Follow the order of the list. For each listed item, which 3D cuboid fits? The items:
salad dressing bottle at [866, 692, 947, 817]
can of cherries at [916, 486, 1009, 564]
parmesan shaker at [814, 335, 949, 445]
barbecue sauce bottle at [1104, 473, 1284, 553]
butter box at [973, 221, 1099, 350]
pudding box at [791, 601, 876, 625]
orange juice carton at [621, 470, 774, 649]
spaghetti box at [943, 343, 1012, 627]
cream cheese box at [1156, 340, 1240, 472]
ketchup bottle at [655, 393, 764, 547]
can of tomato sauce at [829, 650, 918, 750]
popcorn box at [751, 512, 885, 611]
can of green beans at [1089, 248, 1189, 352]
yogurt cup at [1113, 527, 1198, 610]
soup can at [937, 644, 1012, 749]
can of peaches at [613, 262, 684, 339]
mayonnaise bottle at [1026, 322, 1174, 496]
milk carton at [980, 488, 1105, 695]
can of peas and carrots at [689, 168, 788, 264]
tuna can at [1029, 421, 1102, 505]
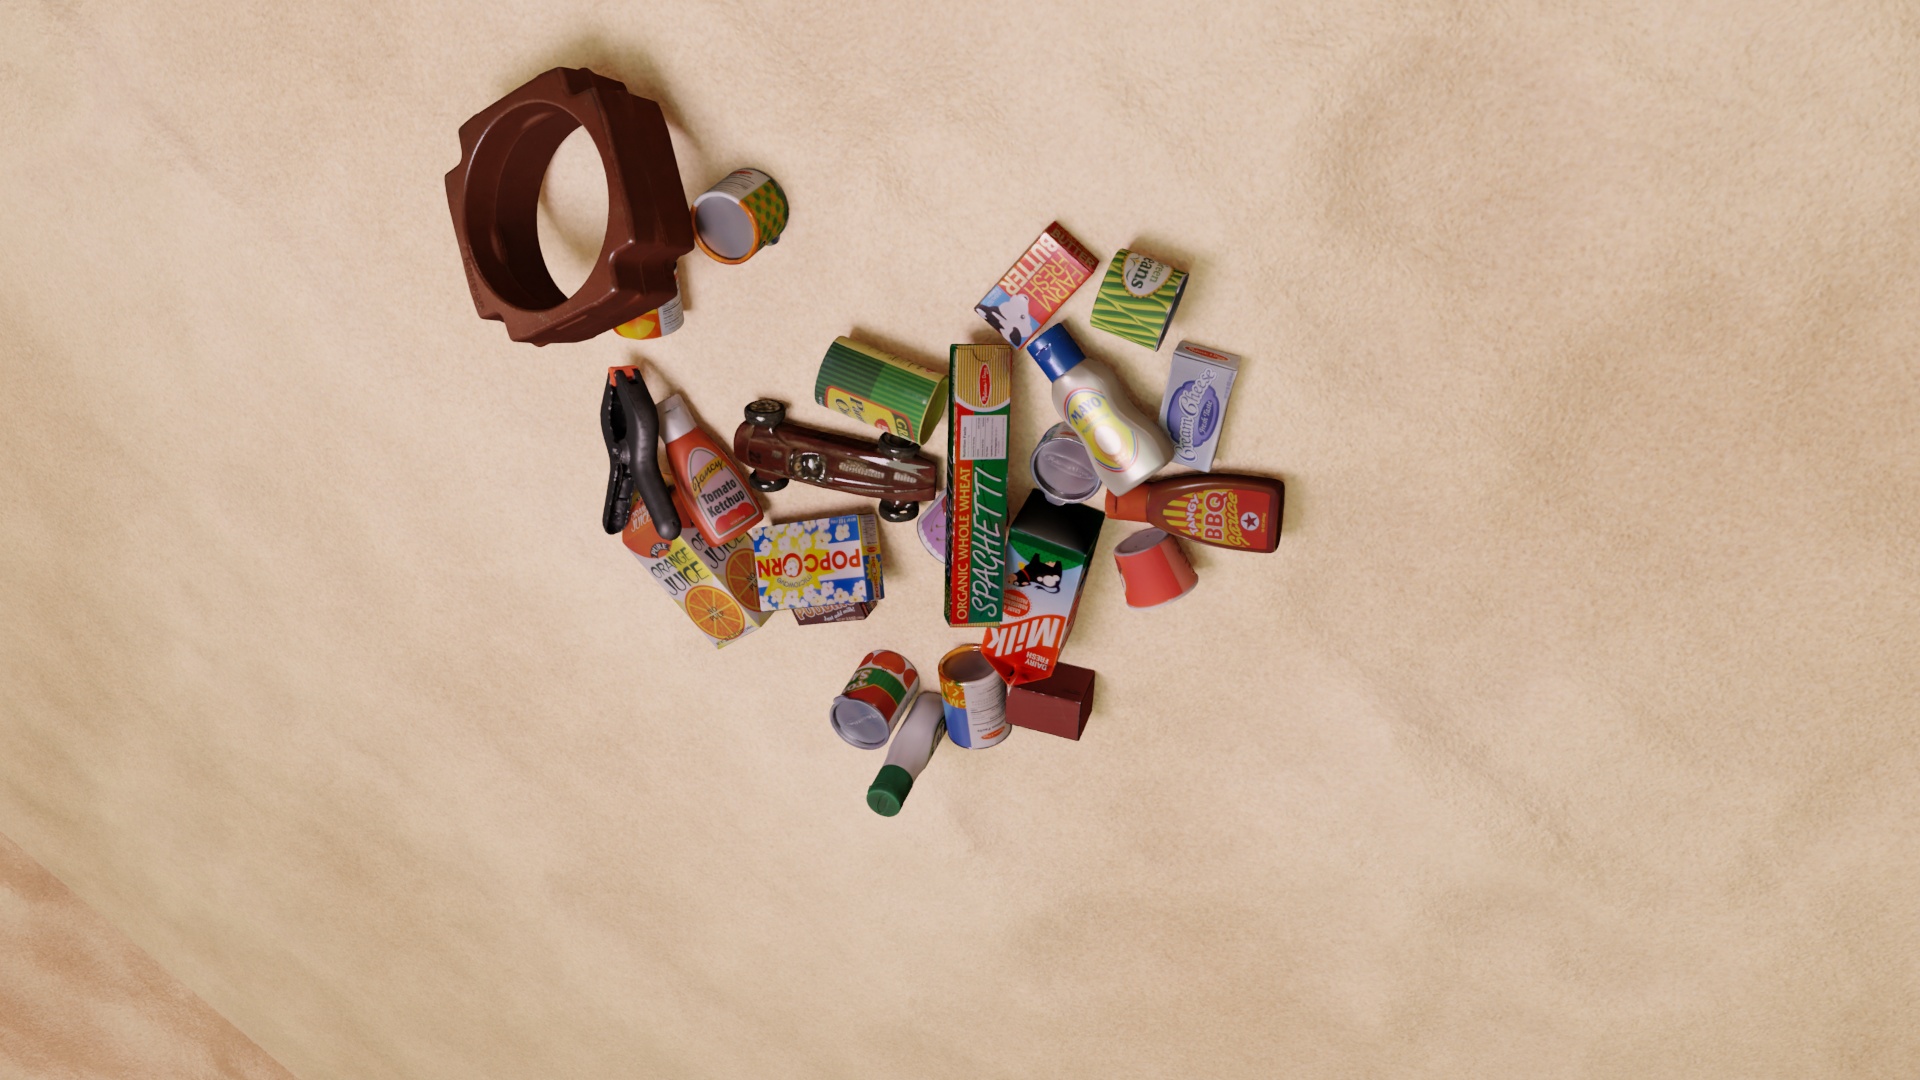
[{"bbox_3d":[-0.051,0.215,1.401,0.044,0.148,0.064,24,129,6],"label":"salad dressing bottle"},{"bbox_3d":[0.005,-0.016,1.270,0.071,0.072,0.058,39,128,-5],"label":"can of cherries"},{"bbox_3d":[-0.069,-0.132,1.225,0.103,0.072,0.071,22,129,9],"label":"parmesan shaker"},{"bbox_3d":[0.200,-0.028,1.190,0.148,0.044,0.064,7,111,19],"label":"barbecue sauce bottle"},{"bbox_3d":[0.062,-0.208,1.139,0.053,0.024,0.103,42,129,-7],"label":"butter box"},{"bbox_3d":[-0.133,0.056,1.403,0.083,0.030,0.049,-7,118,27],"label":"pudding box"},{"bbox_3d":[-0.267,0.010,1.402,0.071,0.073,0.192,-28,108,38],"label":"orange juice carton"},{"bbox_3d":[0.014,-0.046,1.204,0.050,0.029,0.249,-2,104,-13],"label":"spaghetti box"},{"bbox_3d":[0.194,-0.109,1.150,0.053,0.024,0.103,18,128,13],"label":"cream cheese box"},{"bbox_3d":[-0.253,-0.070,1.351,0.148,0.065,0.043,61,157,-12],"label":"ketchup bottle"},{"bbox_3d":[-0.089,0.161,1.422,0.071,0.083,0.070,11,126,16],"label":"can of tomato sauce"},{"bbox_3d":[-0.139,0.022,1.354,0.126,0.038,0.085,-7,90,27],"label":"popcorn box"},{"bbox_3d":[0.140,-0.189,1.091,0.058,0.071,0.071,23,129,8],"label":"can of green beans"},{"bbox_3d":[0.170,0.023,1.228,0.072,0.073,0.054,-15,107,31],"label":"yogurt cup"},{"bbox_3d":[0.013,0.154,1.386,0.071,0.072,0.083,5,123,21],"label":"soup can"},{"bbox_3d":[-0.288,-0.221,1.256,0.071,0.071,0.057,10,127,17],"label":"can of peaches"},{"bbox_3d":[0.112,-0.112,1.157,0.064,0.041,0.148,-36,92,34],"label":"mayonnaise bottle"},{"bbox_3d":[0.071,0.055,1.286,0.073,0.073,0.189,20,128,10],"label":"milk carton"},{"bbox_3d":[-0.188,-0.273,1.181,0.071,0.059,0.070,12,126,17],"label":"can of peas and carrots"},{"bbox_3d":[0.096,-0.067,1.216,0.071,0.033,0.070,12,126,16],"label":"tuna can"}]
